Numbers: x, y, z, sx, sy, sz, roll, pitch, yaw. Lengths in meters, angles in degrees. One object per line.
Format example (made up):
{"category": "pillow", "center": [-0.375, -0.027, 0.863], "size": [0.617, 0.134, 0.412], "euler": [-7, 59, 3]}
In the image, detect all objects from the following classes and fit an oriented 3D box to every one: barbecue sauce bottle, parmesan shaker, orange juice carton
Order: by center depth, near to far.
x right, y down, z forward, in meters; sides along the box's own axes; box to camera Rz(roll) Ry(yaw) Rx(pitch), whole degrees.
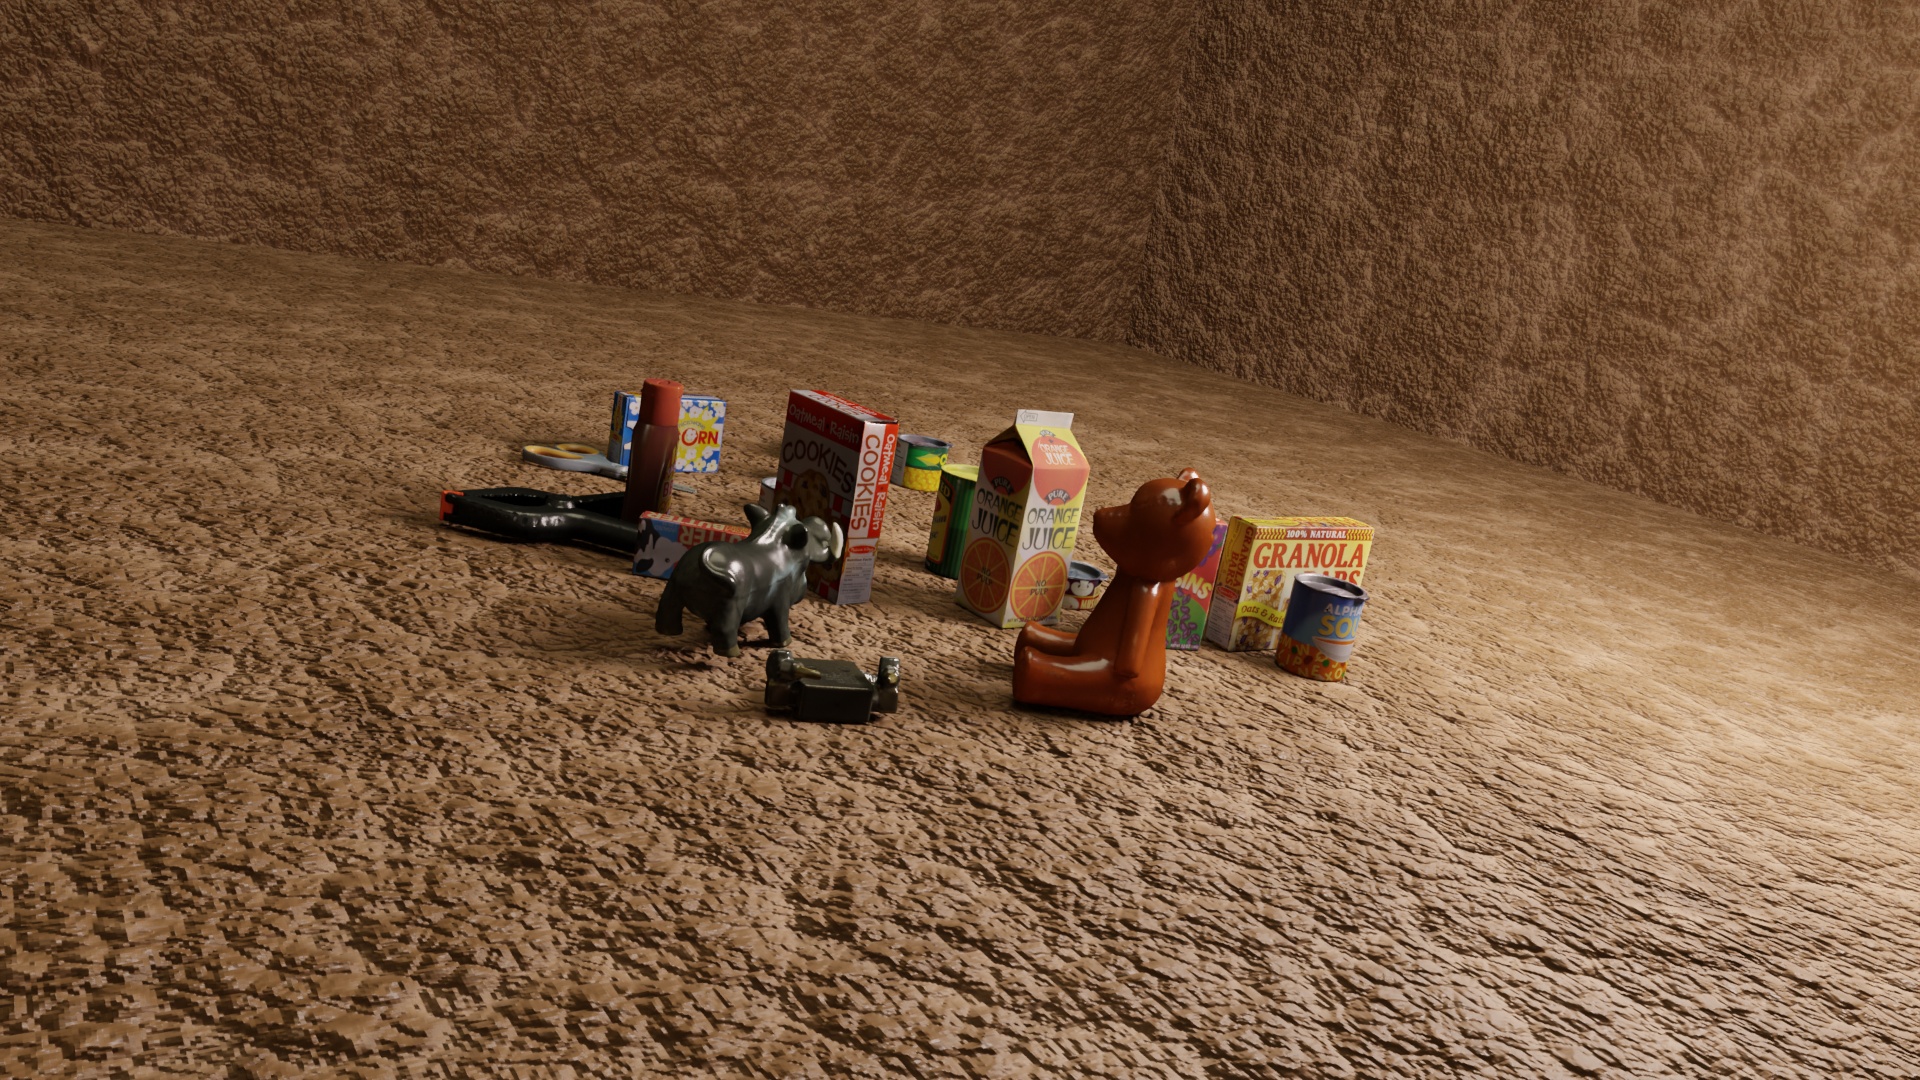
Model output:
{"category": "orange juice carton", "center": [0.059, -0.024, 1.255], "size": [0.072, 0.192, 0.073], "euler": [-1, 18, -40]}
{"category": "barbecue sauce bottle", "center": [-0.286, -0.075, 1.293], "size": [0.044, 0.148, 0.065], "euler": [10, 14, -3]}
{"category": "parmesan shaker", "center": [0.005, -0.017, 1.373], "size": [0.071, 0.102, 0.071], "euler": [10, 14, -2]}

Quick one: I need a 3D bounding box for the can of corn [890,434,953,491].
{"category": "can of corn", "center": [-0.048, -0.097, 1.736], "size": [0.071, 0.058, 0.071], "euler": [10, 14, -2]}

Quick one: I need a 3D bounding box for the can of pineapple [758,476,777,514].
{"category": "can of pineapple", "center": [-0.167, -0.027, 1.377], "size": [0.071, 0.057, 0.071], "euler": [10, 14, -2]}

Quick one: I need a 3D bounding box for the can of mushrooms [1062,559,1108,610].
{"category": "can of mushrooms", "center": [0.107, 0.043, 1.355], "size": [0.071, 0.033, 0.071], "euler": [10, 14, -2]}

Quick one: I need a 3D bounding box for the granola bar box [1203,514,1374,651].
{"category": "granola bar box", "center": [0.315, 0.040, 1.333], "size": [0.166, 0.124, 0.039], "euler": [1, 17, -35]}

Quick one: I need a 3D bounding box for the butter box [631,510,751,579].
{"category": "butter box", "center": [-0.227, 0.010, 1.199], "size": [0.103, 0.053, 0.024], "euler": [9, 14, -5]}

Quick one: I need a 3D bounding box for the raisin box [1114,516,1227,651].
{"category": "raisin box", "center": [0.186, 0.034, 1.263], "size": [0.086, 0.123, 0.040], "euler": [6, 14, -19]}

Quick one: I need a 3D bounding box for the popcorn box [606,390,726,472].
{"category": "popcorn box", "center": [-0.332, -0.123, 1.574], "size": [0.127, 0.085, 0.038], "euler": [-2, 18, -41]}

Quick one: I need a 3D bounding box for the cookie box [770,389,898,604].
{"category": "cookie box", "center": [-0.118, -0.042, 1.248], "size": [0.040, 0.167, 0.123], "euler": [-1, 18, -40]}

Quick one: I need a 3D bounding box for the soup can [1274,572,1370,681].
{"category": "soup can", "center": [0.331, 0.080, 1.271], "size": [0.071, 0.083, 0.071], "euler": [10, 14, -2]}
